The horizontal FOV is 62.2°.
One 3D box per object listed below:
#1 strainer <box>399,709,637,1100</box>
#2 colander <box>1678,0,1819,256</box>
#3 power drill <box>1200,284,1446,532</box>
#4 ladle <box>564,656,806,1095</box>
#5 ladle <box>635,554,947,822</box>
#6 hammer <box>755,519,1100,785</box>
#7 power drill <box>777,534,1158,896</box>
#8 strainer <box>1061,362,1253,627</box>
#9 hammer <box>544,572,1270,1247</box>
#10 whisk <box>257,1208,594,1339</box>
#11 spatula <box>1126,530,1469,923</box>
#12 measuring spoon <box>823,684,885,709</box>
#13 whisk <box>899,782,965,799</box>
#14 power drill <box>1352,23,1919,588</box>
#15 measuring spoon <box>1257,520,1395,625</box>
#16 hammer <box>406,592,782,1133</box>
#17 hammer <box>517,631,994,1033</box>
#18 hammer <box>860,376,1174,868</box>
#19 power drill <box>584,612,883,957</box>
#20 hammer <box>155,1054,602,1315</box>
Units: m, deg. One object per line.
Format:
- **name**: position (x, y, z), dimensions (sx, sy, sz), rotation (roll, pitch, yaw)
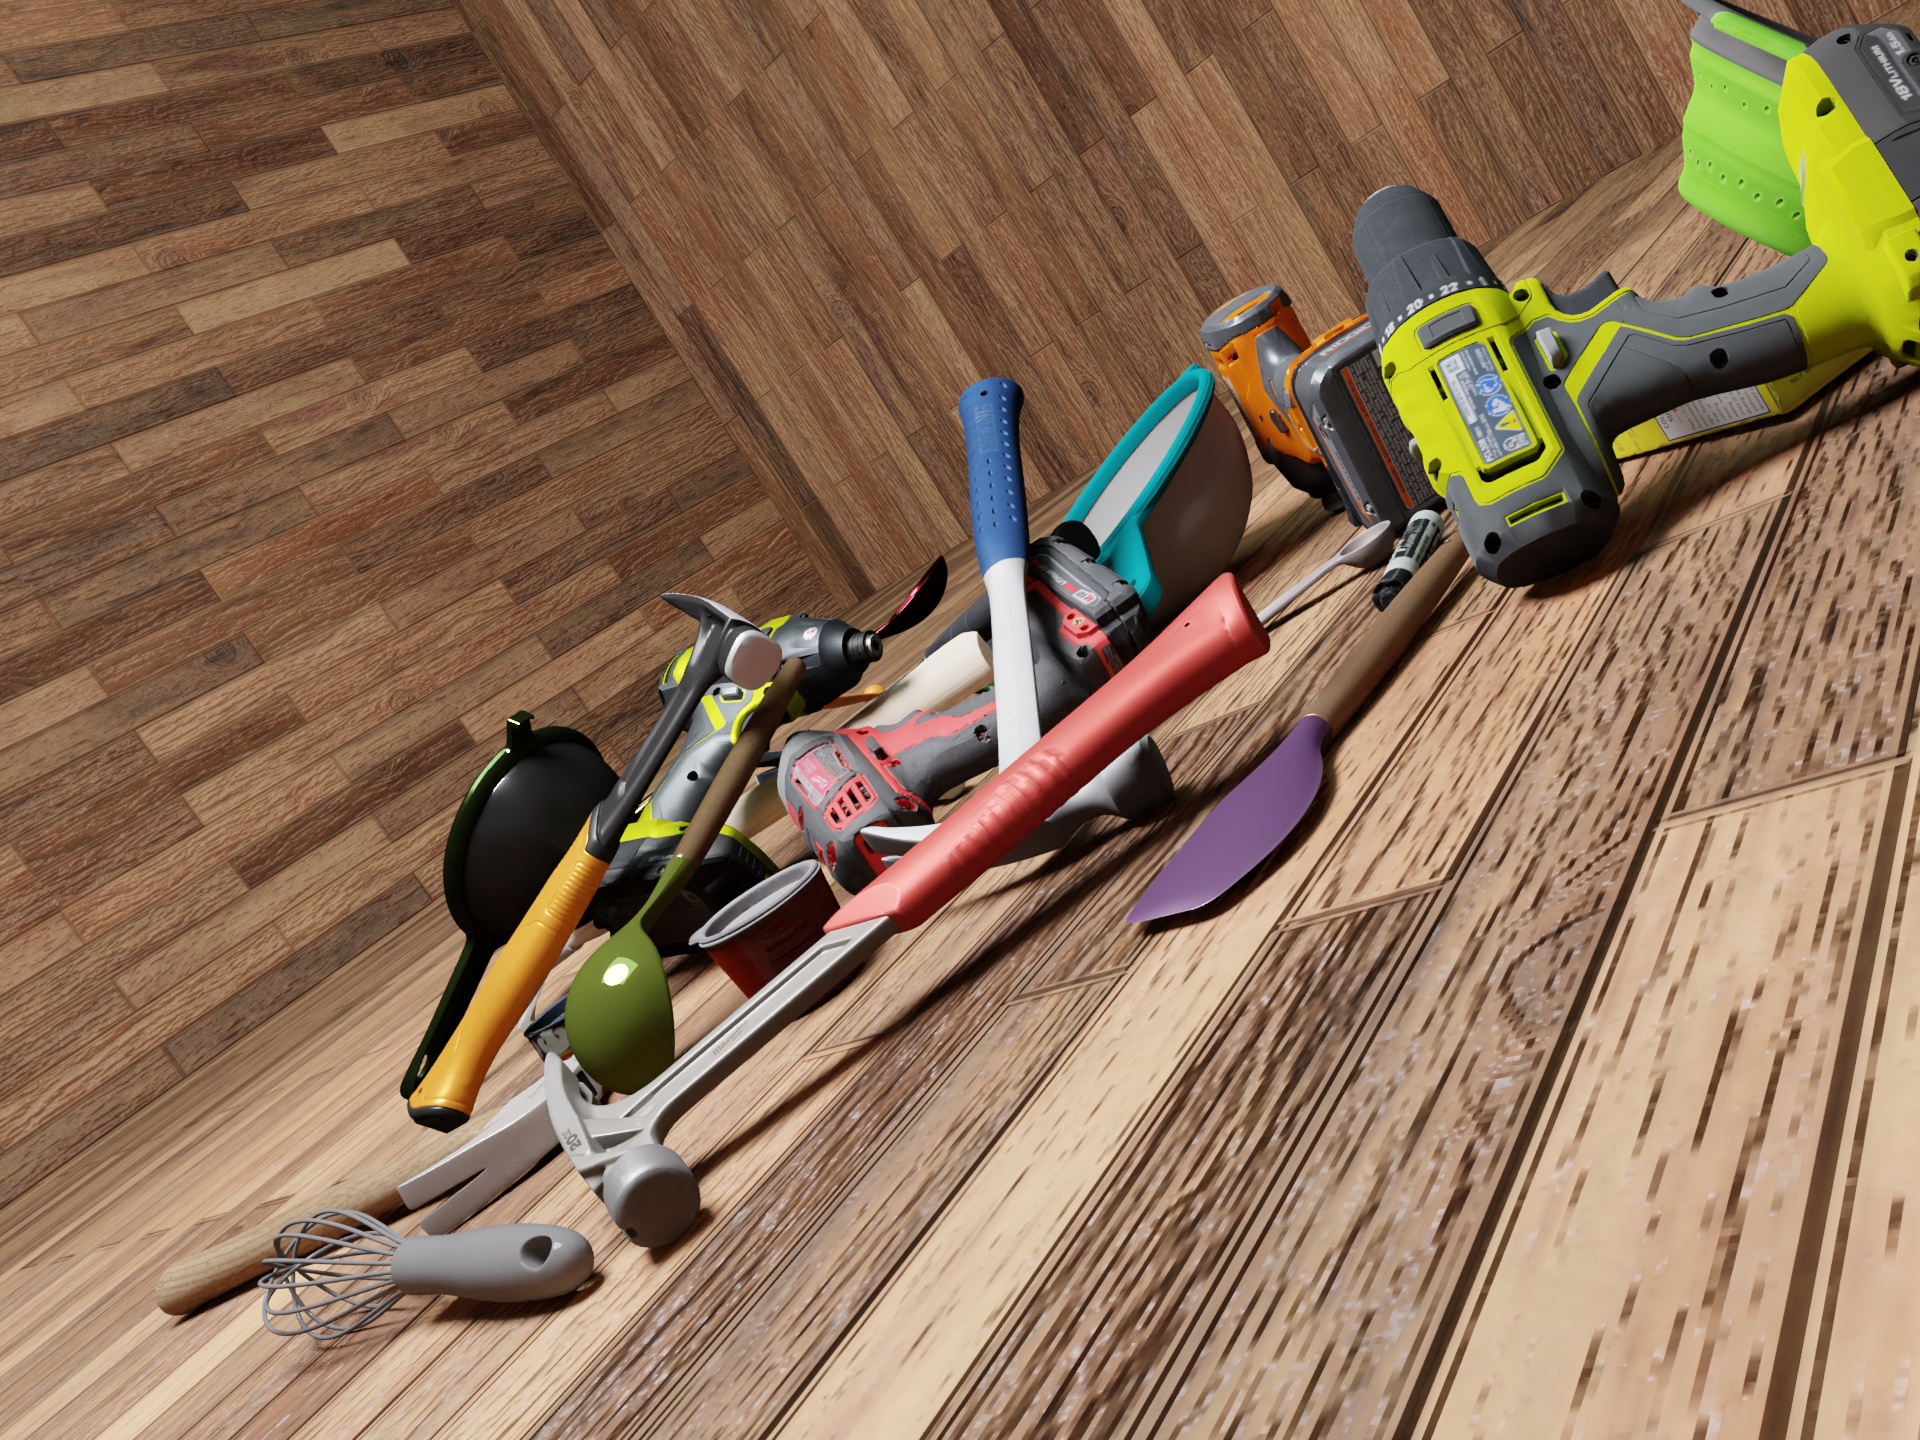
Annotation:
- **strainer**: position (-0.278, 0.131, 1.021), dimensions (0.256, 0.069, 0.151), rotation (-67, -24, -13)
- **colander**: position (0.508, -0.319, 0.902), dimensions (0.397, 0.205, 0.094), rotation (-19, -39, -46)
- **power drill**: position (0.240, -0.189, 1.014), dimensions (0.084, 0.164, 0.227), rotation (-32, 21, 2)
- **ladle**: position (-0.128, 0.066, 0.853), dimensions (0.320, 0.062, 0.078), rotation (-68, 2, -50)
- **ladle**: position (-0.121, -0.020, 1.173), dimensions (0.315, 0.031, 0.069), rotation (-39, 1, -20)
- **hammer**: position (-0.025, -0.041, 1.136), dimensions (0.149, 0.036, 0.409), rotation (-21, -9, -34)
- **power drill**: position (-0.001, -0.003, 0.889), dimensions (0.219, 0.078, 0.143), rotation (-36, 34, -7)
- **strainer**: position (0.139, -0.111, 1.064), dimensions (0.211, 0.095, 0.341), rotation (-52, 12, 20)
- **hammer**: position (-0.014, 0.060, 0.657), dimensions (0.359, 0.036, 0.149), rotation (-40, 21, -13)
- **whisk**: position (-0.220, 0.222, 0.639), dimensions (0.239, 0.055, 0.055), rotation (-19, 15, 41)
- **spatula**: position (0.159, -0.009, 0.661), dimensions (0.060, 0.018, 0.316), rotation (-23, 14, 45)
- **measuring spoon**: position (-0.089, -0.020, 1.256), dimensions (0.021, 0.011, 0.117), rotation (-29, -7, 21)
- **whisk**: position (-0.058, 0.041, 1.083), dimensions (0.246, 0.057, 0.059), rotation (-5, 63, 64)
- **power drill**: position (0.287, -0.183, 0.661), dimensions (0.228, 0.191, 0.080), rotation (-24, -24, 19)
- **measuring spoon**: position (0.196, -0.069, 0.901), dimensions (0.124, 0.018, 0.034), rotation (-38, 7, 11)
- **hammer**: position (-0.218, 0.081, 0.908), dimensions (0.337, 0.034, 0.127), rotation (-59, 33, -1)
- **hammer**: position (-0.145, 0.070, 1.065), dimensions (0.410, 0.038, 0.146), rotation (-33, 23, 18)
- **hammer**: position (0.019, -0.072, 0.861), dimensions (0.144, 0.035, 0.406), rotation (-22, 37, 16)
- **power drill**: position (-0.143, 0.030, 1.000), dimensions (0.171, 0.080, 0.223), rotation (-12, 44, 34)
- **hammer**: position (-0.319, 0.256, 0.844), dimensions (0.331, 0.031, 0.130), rotation (-29, 9, 25)
